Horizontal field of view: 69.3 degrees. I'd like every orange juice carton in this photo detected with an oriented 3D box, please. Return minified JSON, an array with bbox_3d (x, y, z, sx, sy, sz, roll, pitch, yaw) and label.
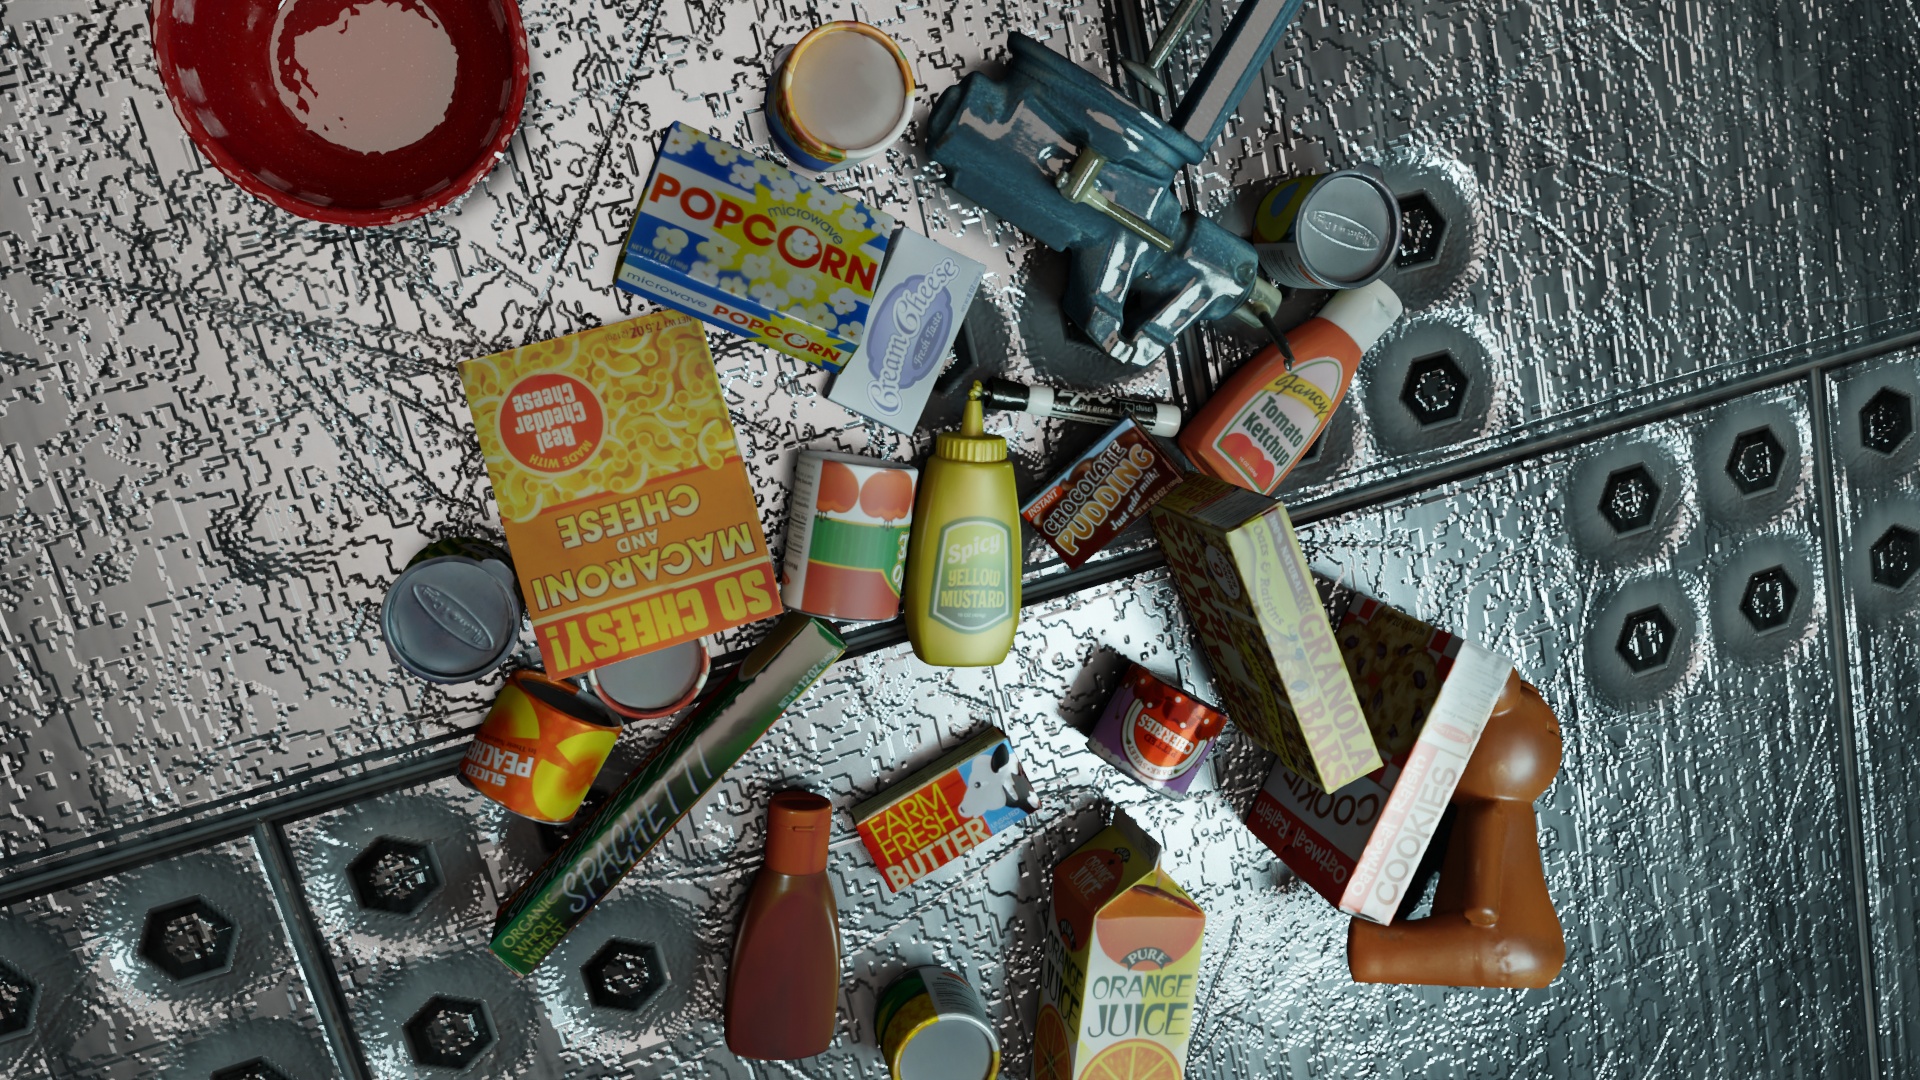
[{"bbox_3d":[0.095,0.262,0.840,0.073,0.072,0.192,4,99,-15],"label":"orange juice carton"}]

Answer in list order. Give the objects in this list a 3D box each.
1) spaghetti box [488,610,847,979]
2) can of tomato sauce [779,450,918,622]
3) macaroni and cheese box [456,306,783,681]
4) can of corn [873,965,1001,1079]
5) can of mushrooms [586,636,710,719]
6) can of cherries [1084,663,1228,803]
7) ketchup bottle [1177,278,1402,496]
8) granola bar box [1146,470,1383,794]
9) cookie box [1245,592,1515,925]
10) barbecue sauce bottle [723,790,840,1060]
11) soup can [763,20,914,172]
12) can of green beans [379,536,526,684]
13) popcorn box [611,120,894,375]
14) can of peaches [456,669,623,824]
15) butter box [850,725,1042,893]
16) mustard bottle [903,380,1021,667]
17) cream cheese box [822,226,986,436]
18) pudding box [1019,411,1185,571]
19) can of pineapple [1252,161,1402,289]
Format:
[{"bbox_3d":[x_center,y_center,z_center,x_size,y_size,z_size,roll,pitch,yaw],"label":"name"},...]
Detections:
[{"bbox_3d":[-0.161,0.134,0.763,0.250,0.050,0.028,-46,105,-3],"label":"spaghetti box"},{"bbox_3d":[-0.059,-0.003,0.757,0.071,0.071,0.083,7,98,-15],"label":"can of tomato sauce"},{"bbox_3d":[-0.173,-0.025,0.717,0.124,0.040,0.166,-16,89,-11],"label":"macaroni and cheese box"},{"bbox_3d":[-0.016,0.299,0.825,0.071,0.058,0.071,-2,100,-14],"label":"can of corn"},{"bbox_3d":[-0.170,0.064,0.757,0.071,0.033,0.071,-3,100,-15],"label":"can of mushrooms"},{"bbox_3d":[0.116,0.113,0.819,0.071,0.071,0.058,30,92,-17],"label":"can of cherries"},{"bbox_3d":[0.197,-0.092,0.818,0.149,0.043,0.064,-48,115,-3],"label":"ketchup bottle"},{"bbox_3d":[0.168,0.048,0.793,0.039,0.124,0.165,-26,105,-8],"label":"granola bar box"},{"bbox_3d":[0.243,0.125,0.826,0.040,0.123,0.167,24,94,-16],"label":"cookie box"},{"bbox_3d":[-0.098,0.220,0.798,0.065,0.044,0.148,4,98,-15],"label":"barbecue sauce bottle"},{"bbox_3d":[-0.065,-0.226,0.706,0.071,0.084,0.071,-2,100,-13],"label":"soup can"},{"bbox_3d":[-0.259,0.035,0.716,0.071,0.058,0.071,-3,101,-14],"label":"can of green beans"},{"bbox_3d":[-0.105,-0.150,0.715,0.127,0.038,0.085,21,63,-17],"label":"popcorn box"},{"bbox_3d":[-0.222,0.108,0.733,0.071,0.071,0.058,29,91,-17],"label":"can of peaches"},{"bbox_3d":[-0.009,0.159,0.820,0.104,0.024,0.053,-29,105,-8],"label":"butter box"},{"bbox_3d":[0.003,-0.010,0.780,0.065,0.049,0.160,0,100,-15],"label":"mustard bottle"},{"bbox_3d":[-0.031,-0.115,0.766,0.053,0.024,0.103,23,93,-16],"label":"cream cheese box"},{"bbox_3d":[0.081,-0.028,0.791,0.083,0.030,0.049,-40,93,13],"label":"pudding box"},{"bbox_3d":[0.211,-0.179,0.798,0.071,0.058,0.071,-3,101,-14],"label":"can of pineapple"}]
